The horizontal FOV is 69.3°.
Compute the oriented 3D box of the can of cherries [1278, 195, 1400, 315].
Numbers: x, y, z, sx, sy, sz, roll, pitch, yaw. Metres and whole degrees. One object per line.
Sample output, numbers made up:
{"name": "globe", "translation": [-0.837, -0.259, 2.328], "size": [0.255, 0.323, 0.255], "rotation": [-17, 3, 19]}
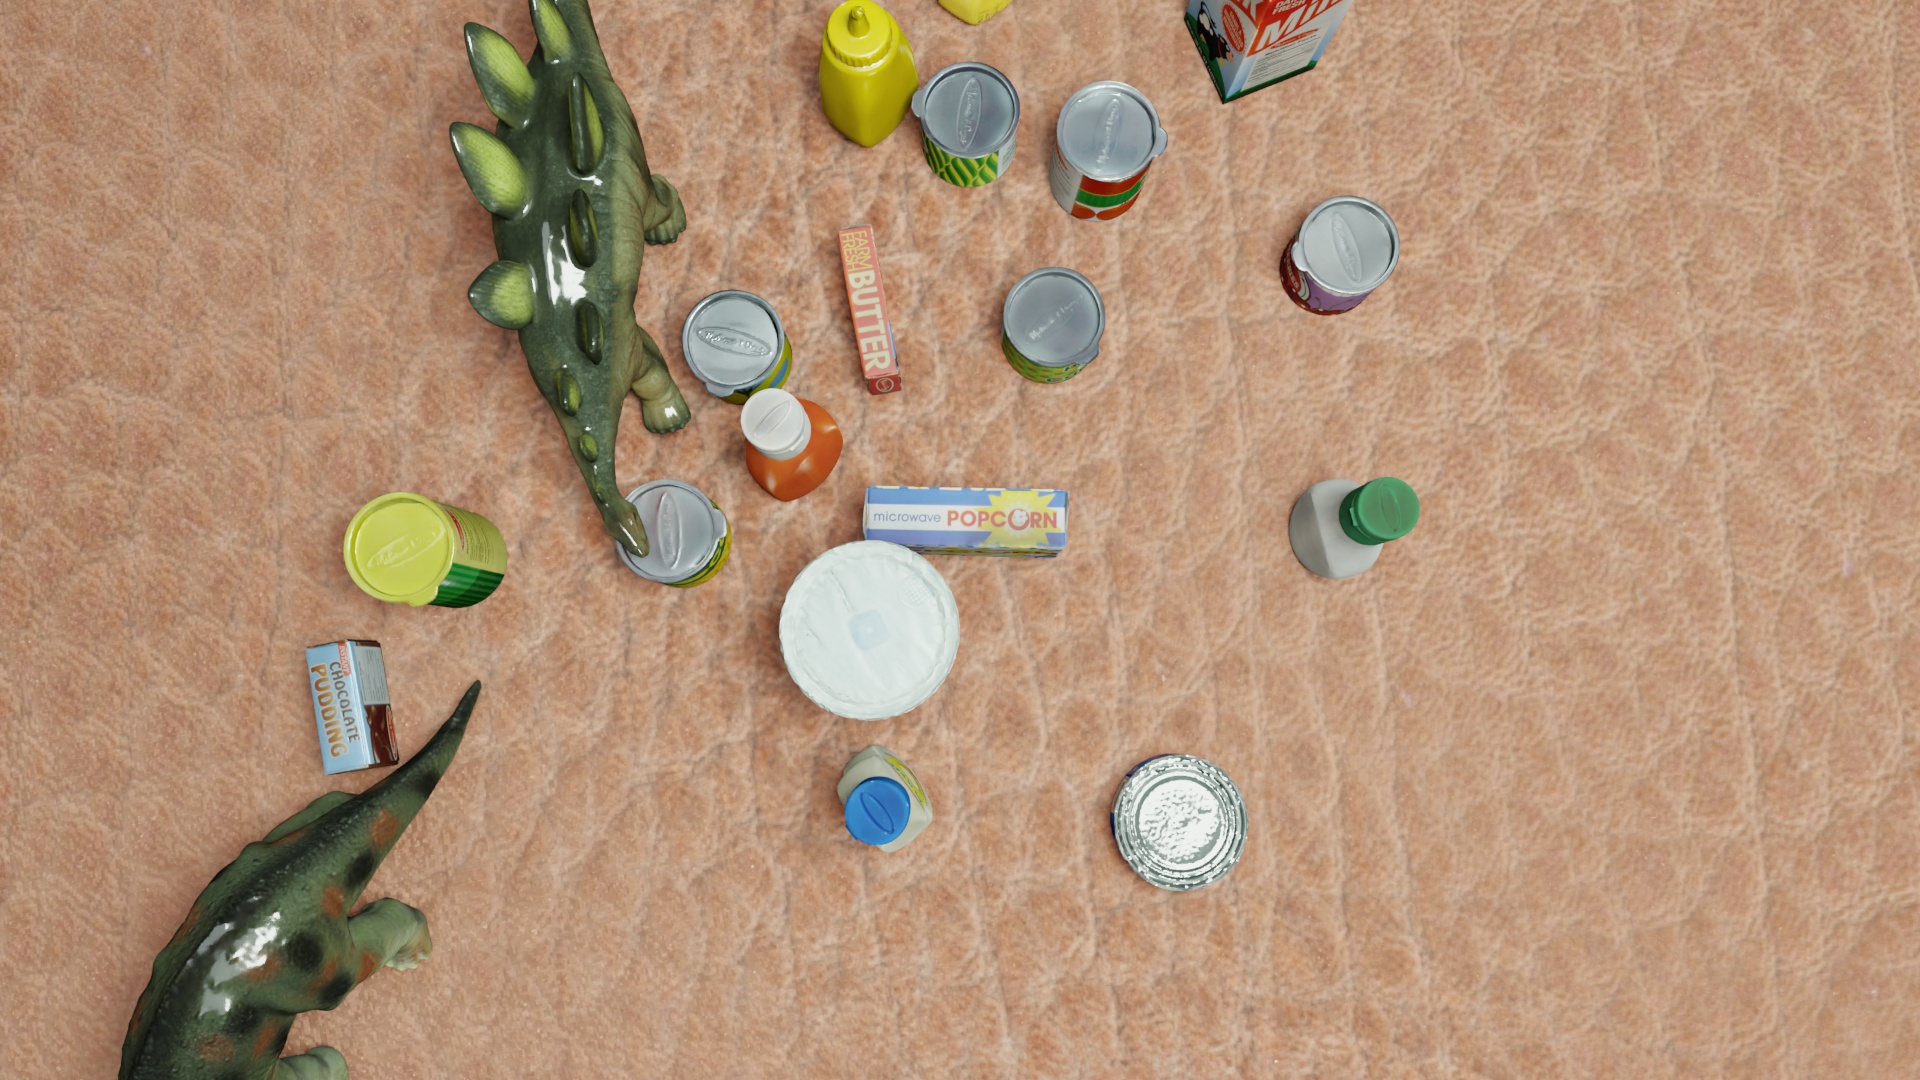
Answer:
{"name": "can of cherries", "translation": [0.249, -0.189, 0.927], "size": [0.071, 0.058, 0.071], "rotation": [0, 84, -1]}

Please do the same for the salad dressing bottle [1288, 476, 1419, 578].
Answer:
{"name": "salad dressing bottle", "translation": [0.243, -0.011, 0.862], "size": [0.044, 0.147, 0.064], "rotation": [-13, 85, -2]}

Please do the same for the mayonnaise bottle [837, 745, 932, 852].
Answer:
{"name": "mayonnaise bottle", "translation": [-0.046, 0.158, 0.840], "size": [0.041, 0.148, 0.065], "rotation": [-38, 86, -4]}

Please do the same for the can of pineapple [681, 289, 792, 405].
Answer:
{"name": "can of pineapple", "translation": [-0.147, -0.125, 0.916], "size": [0.071, 0.058, 0.071], "rotation": [0, 84, -1]}

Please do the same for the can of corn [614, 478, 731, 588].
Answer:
{"name": "can of corn", "translation": [-0.183, -0.004, 0.902], "size": [0.071, 0.058, 0.071], "rotation": [0, 84, -1]}

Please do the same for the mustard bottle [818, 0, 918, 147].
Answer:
{"name": "mustard bottle", "translation": [-0.061, -0.305, 0.886], "size": [0.049, 0.160, 0.065], "rotation": [38, 85, 3]}

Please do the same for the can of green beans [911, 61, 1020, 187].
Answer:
{"name": "can of green beans", "translation": [0.006, -0.279, 0.935], "size": [0.071, 0.058, 0.071], "rotation": [0, 84, -1]}

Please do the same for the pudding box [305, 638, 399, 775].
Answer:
{"name": "pudding box", "translation": [-0.390, 0.107, 0.892], "size": [0.030, 0.049, 0.084], "rotation": [-12, 84, -2]}

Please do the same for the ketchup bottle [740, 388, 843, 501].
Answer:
{"name": "ketchup bottle", "translation": [-0.107, -0.062, 0.864], "size": [0.043, 0.148, 0.065], "rotation": [43, 85, 4]}

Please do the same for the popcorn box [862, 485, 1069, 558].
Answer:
{"name": "popcorn box", "translation": [0.003, -0.011, 0.891], "size": [0.127, 0.085, 0.038], "rotation": [1, 84, 0]}

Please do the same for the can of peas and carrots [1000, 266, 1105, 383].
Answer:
{"name": "can of peas and carrots", "translation": [0.062, -0.139, 0.919], "size": [0.071, 0.058, 0.071], "rotation": [0, 84, -1]}

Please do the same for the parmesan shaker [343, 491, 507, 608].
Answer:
{"name": "parmesan shaker", "translation": [-0.333, 0.011, 0.876], "size": [0.071, 0.103, 0.071], "rotation": [0, 84, 0]}

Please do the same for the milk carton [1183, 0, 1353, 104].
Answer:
{"name": "milk carton", "translation": [0.202, -0.358, 0.879], "size": [0.073, 0.190, 0.072], "rotation": [-22, 85, -3]}

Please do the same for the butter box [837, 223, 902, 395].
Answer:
{"name": "butter box", "translation": [-0.060, -0.152, 0.922], "size": [0.024, 0.053, 0.103], "rotation": [-11, 84, -1]}

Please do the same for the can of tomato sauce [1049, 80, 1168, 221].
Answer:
{"name": "can of tomato sauce", "translation": [0.096, -0.255, 0.920], "size": [0.071, 0.083, 0.071], "rotation": [0, 84, 0]}
